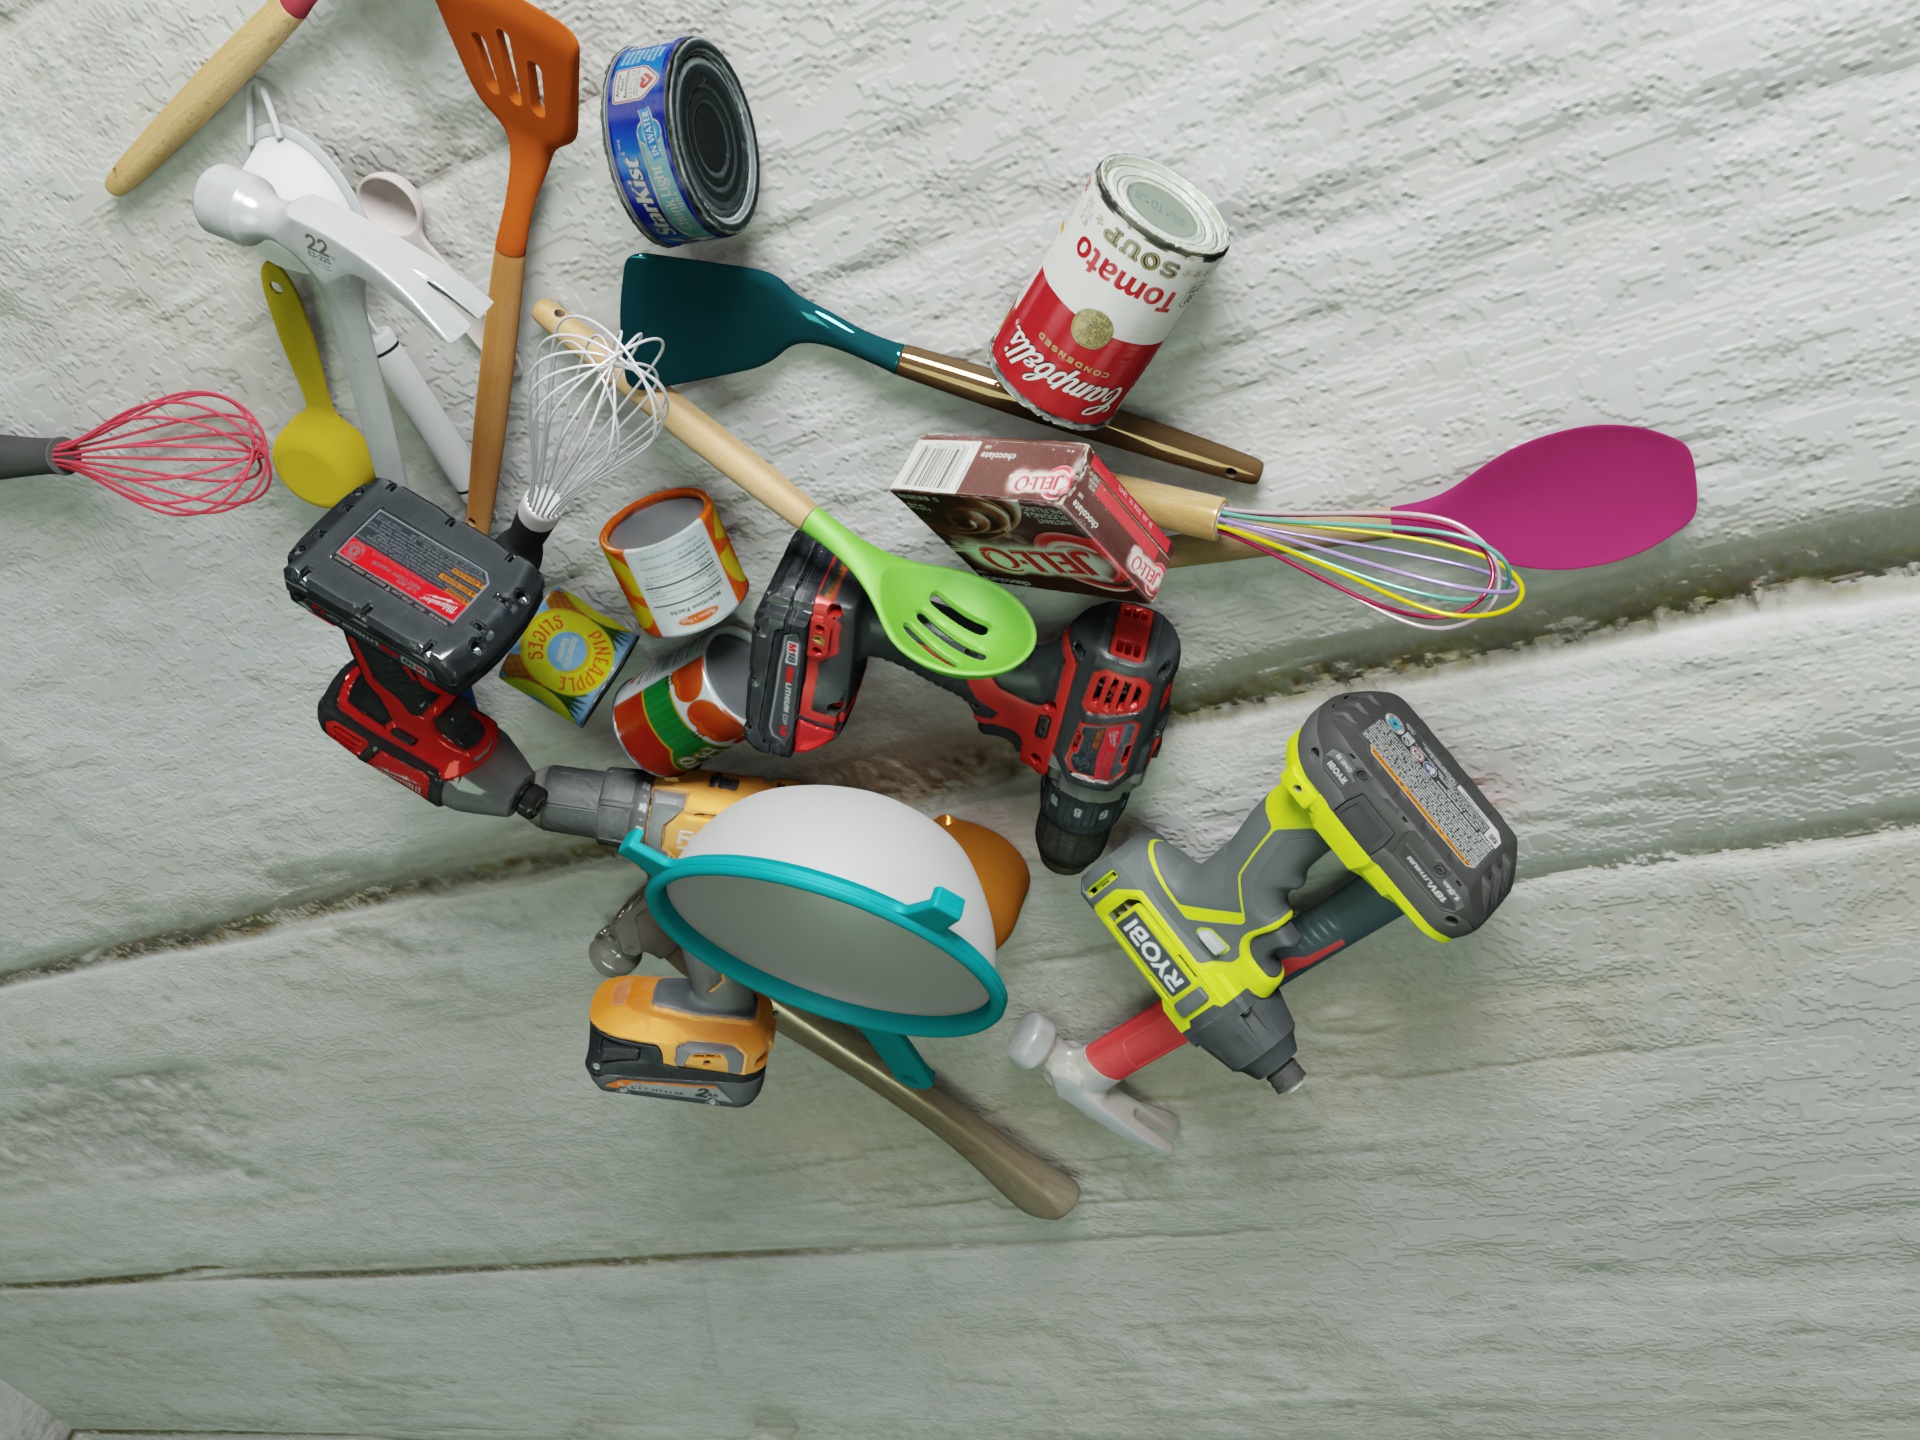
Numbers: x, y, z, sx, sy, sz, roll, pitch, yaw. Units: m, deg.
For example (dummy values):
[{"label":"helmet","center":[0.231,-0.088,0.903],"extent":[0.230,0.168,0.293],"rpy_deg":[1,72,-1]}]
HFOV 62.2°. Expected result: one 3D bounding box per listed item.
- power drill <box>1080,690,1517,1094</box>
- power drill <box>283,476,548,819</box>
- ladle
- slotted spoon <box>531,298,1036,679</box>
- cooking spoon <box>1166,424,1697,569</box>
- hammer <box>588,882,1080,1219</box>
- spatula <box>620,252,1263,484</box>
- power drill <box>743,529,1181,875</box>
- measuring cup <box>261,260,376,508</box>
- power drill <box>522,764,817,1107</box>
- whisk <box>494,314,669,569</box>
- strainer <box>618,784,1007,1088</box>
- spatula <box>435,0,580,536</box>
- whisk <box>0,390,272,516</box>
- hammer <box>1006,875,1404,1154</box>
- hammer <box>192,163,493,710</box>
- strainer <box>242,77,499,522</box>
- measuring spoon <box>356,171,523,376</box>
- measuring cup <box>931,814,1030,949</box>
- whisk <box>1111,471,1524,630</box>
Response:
[{"label":"power drill","center":[0.187,0.101,0.882],"extent":[0.171,0.080,0.223],"rpy_deg":[52,132,9]},{"label":"power drill","center":[-0.295,-0.022,0.890],"extent":[0.143,0.079,0.219],"rpy_deg":[31,148,3]},{"label":"ladle","center":[-0.329,-0.324,0.751],"extent":[0.315,0.031,0.069],"rpy_deg":[-19,82,36]},{"label":"slotted spoon","center":[-0.095,-0.119,0.808],"extent":[0.314,0.070,0.031],"rpy_deg":[38,144,6]},{"label":"cooking spoon","center":[0.186,-0.094,0.780],"extent":[0.319,0.017,0.068],"rpy_deg":[-6,116,24]},{"label":"hammer","center":[-0.070,0.244,1.164],"extent":[0.410,0.038,0.146],"rpy_deg":[37,131,-15]},{"label":"spatula","center":[-0.008,-0.160,0.774],"extent":[0.317,0.044,0.082],"rpy_deg":[17,141,3]},{"label":"power drill","center":[-0.001,-0.003,0.893],"extent":[0.226,0.080,0.187],"rpy_deg":[15,134,3]},{"label":"measuring cup","center":[-0.369,-0.182,0.887],"extent":[0.062,0.029,0.156],"rpy_deg":[13,139,9]},{"label":"power drill","center":[-0.194,0.131,1.027],"extent":[0.185,0.084,0.226],"rpy_deg":[9,114,-5]},{"label":"whisk","center":[-0.213,-0.124,0.838],"extent":[0.070,0.070,0.284],"rpy_deg":[35,150,-12]},{"label":"strainer","center":[-0.052,0.129,0.960],"extent":[0.211,0.095,0.340],"rpy_deg":[9,152,18]},{"label":"spatula","center":[-0.235,-0.213,0.800],"extent":[0.081,0.041,0.322],"rpy_deg":[30,132,8]},{"label":"whisk","center":[-0.526,-0.159,0.957],"extent":[0.296,0.073,0.073],"rpy_deg":[4,132,25]},{"label":"hammer","center":[0.195,0.167,0.997],"extent":[0.143,0.038,0.386],"rpy_deg":[35,133,-14]},{"label":"hammer","center":[-0.307,-0.109,0.888],"extent":[0.144,0.035,0.405],"rpy_deg":[23,144,11]},{"label":"strainer","center":[-0.315,-0.207,0.847],"extent":[0.087,0.050,0.258],"rpy_deg":[7,137,36]},{"label":"measuring spoon","center":[-0.265,-0.232,0.826],"extent":[0.034,0.018,0.124],"rpy_deg":[-7,134,30]},{"label":"measuring cup","center":[-0.043,0.113,1.024],"extent":[0.173,0.052,0.095],"rpy_deg":[-3,129,20]},{"label":"whisk","center":[0.144,-0.090,0.758],"extent":[0.245,0.047,0.051],"rpy_deg":[17,164,22]}]
